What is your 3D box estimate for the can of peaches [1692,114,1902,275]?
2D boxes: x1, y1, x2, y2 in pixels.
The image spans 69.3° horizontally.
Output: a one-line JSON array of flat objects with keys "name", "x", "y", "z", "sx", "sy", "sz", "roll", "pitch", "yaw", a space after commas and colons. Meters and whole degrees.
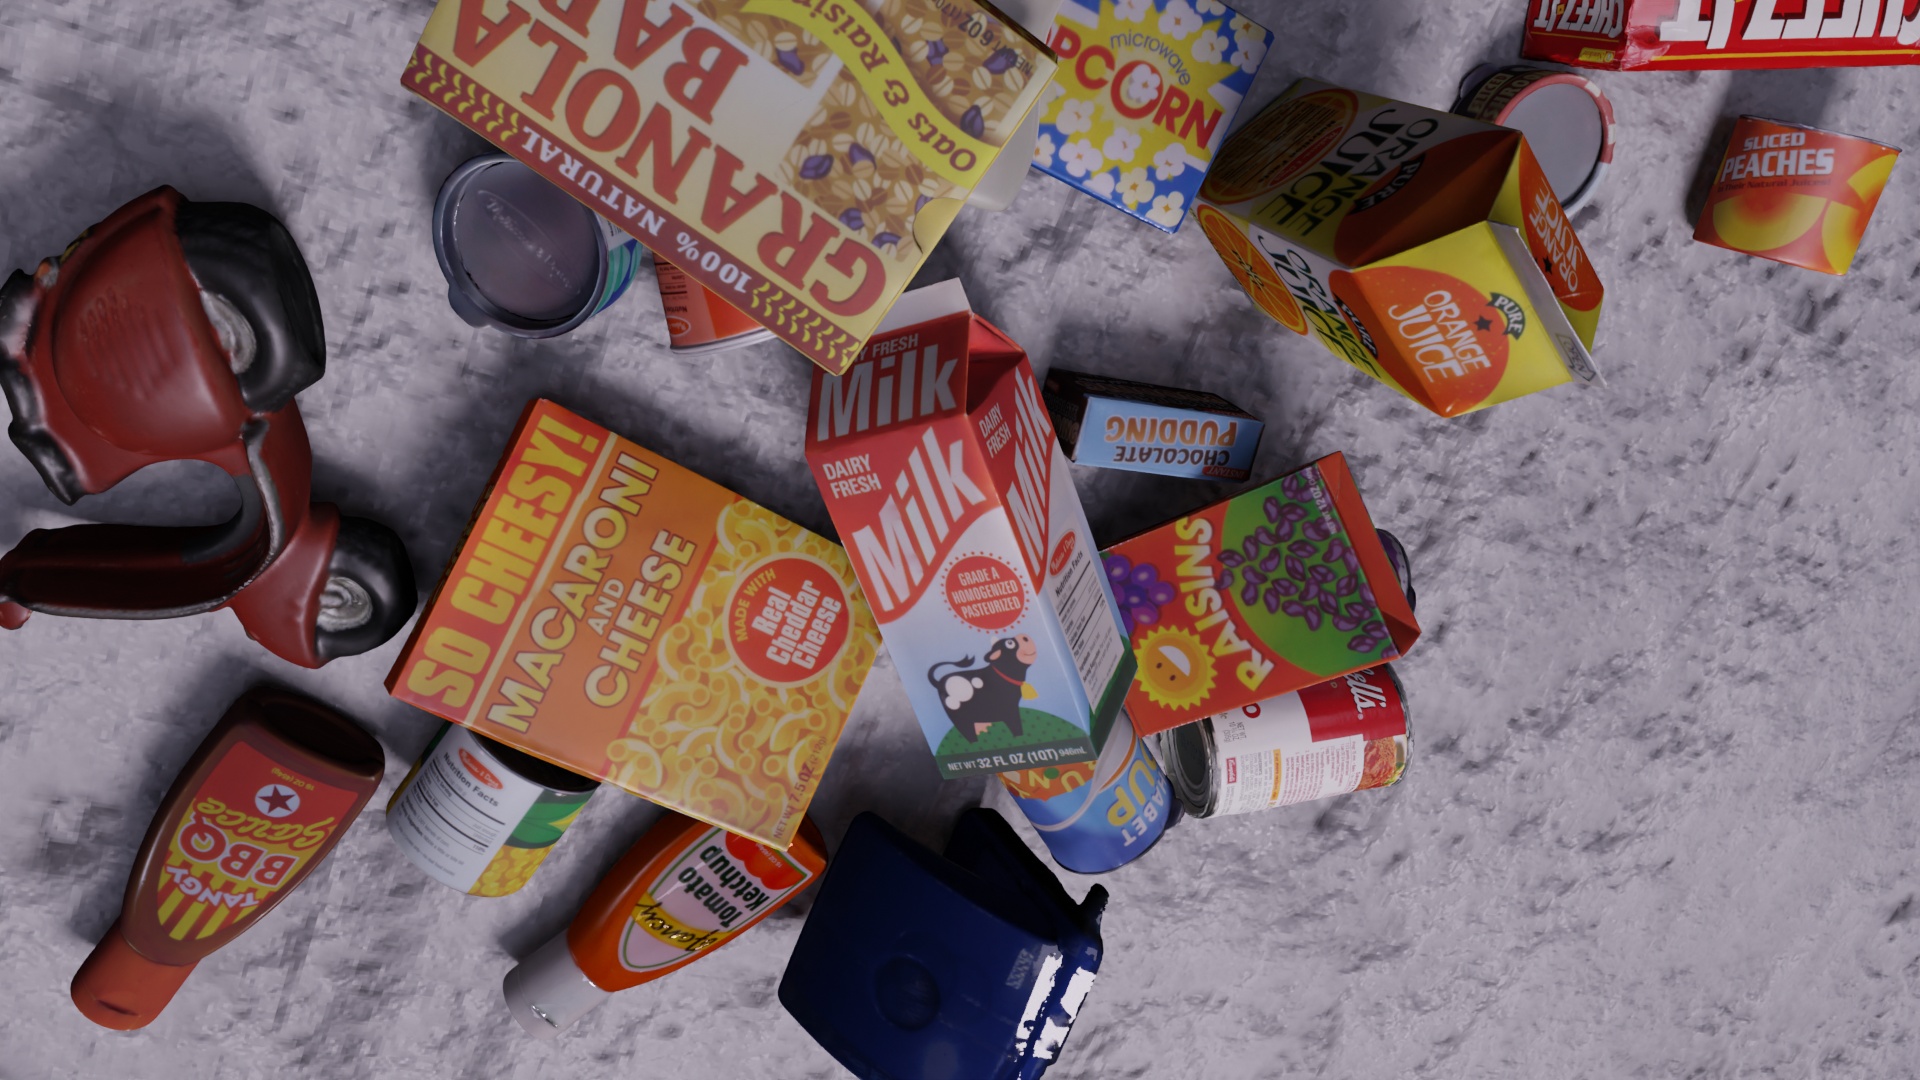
[{"name": "can of peaches", "x": 0.372, "y": -0.155, "z": 0.624, "sx": 0.071, "sy": 0.071, "sz": 0.057, "roll": 6, "pitch": 111, "yaw": -19}]

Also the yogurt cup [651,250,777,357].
[{"name": "yogurt cup", "x": -0.082, "y": -0.103, "z": 0.513, "sx": 0.072, "sy": 0.072, "sz": 0.053, "roll": -19, "pitch": 109, "yaw": -8}]

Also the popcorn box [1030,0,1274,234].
[{"name": "popcorn box", "x": 0.046, "y": -0.183, "z": 0.531, "sx": 0.127, "sy": 0.038, "sz": 0.085, "roll": 20, "pitch": 106, "yaw": -23}]

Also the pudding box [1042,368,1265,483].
[{"name": "pudding box", "x": 0.080, "y": -0.048, "z": 0.592, "sx": 0.084, "sy": 0.050, "sz": 0.030, "roll": 6, "pitch": 109, "yaw": -19}]

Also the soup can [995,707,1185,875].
[{"name": "soup can", "x": 0.054, "y": 0.101, "z": 0.636, "sx": 0.071, "sy": 0.071, "sz": 0.083, "roll": -33, "pitch": 117, "yaw": -1}]

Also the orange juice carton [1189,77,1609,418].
[{"name": "orange juice carton", "x": 0.160, "y": -0.109, "z": 0.509, "sx": 0.073, "sy": 0.193, "sz": 0.071, "roll": -40, "pitch": 119, "yaw": 4}]

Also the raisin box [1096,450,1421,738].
[{"name": "raisin box", "x": 0.117, "y": 0.025, "z": 0.588, "sx": 0.123, "sy": 0.040, "sz": 0.086, "roll": -24, "pitch": 89, "yaw": 34}]

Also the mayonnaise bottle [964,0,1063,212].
[{"name": "mayonnaise bottle", "x": 0.009, "y": -0.191, "z": 0.471, "sx": 0.065, "sy": 0.041, "sz": 0.147, "roll": 12, "pitch": 107, "yaw": -19}]

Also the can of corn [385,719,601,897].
[{"name": "can of corn", "x": -0.188, "y": 0.102, "z": 0.568, "sx": 0.071, "sy": 0.071, "sz": 0.058, "roll": 33, "pitch": 101, "yaw": -26}]

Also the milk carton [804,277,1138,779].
[{"name": "milk carton", "x": 0.002, "y": -0.007, "z": 0.551, "sx": 0.072, "sy": 0.074, "sz": 0.190, "roll": -11, "pitch": 111, "yaw": 26}]

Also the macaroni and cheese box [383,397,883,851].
[{"name": "macaroni and cheese box", "x": -0.120, "y": 0.036, "z": 0.552, "sx": 0.166, "sy": 0.040, "sz": 0.124, "roll": 28, "pitch": 80, "yaw": -24}]

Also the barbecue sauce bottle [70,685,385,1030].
[{"name": "barbecue sauce bottle", "x": -0.300, "y": 0.131, "z": 0.558, "sx": 0.065, "sy": 0.044, "sz": 0.148, "roll": 35, "pitch": 99, "yaw": -27}]

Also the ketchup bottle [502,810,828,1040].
[{"name": "ketchup bottle", "x": -0.135, "y": 0.165, "z": 0.622, "sx": 0.149, "sy": 0.044, "sz": 0.064, "roll": -37, "pitch": 115, "yaw": 2}]

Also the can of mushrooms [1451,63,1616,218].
[{"name": "can of mushrooms", "x": 0.243, "y": -0.171, "z": 0.598, "sx": 0.071, "sy": 0.033, "sz": 0.070, "roll": -6, "pitch": 115, "yaw": -14}]

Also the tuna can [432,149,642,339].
[{"name": "tuna can", "x": -0.151, "y": -0.106, "z": 0.494, "sx": 0.071, "sy": 0.033, "sz": 0.070, "roll": 5, "pitch": 116, "yaw": 11}]

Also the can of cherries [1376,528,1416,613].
[{"name": "can of cherries", "x": 0.163, "y": 0.021, "z": 0.634, "sx": 0.058, "sy": 0.072, "sz": 0.071, "roll": 12, "pitch": 108, "yaw": -20}]

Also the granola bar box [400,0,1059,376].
[{"name": "granola bar box", "x": -0.071, "y": -0.149, "z": 0.437, "sx": 0.165, "sy": 0.039, "sz": 0.123, "roll": 33, "pitch": 112, "yaw": -12}]
